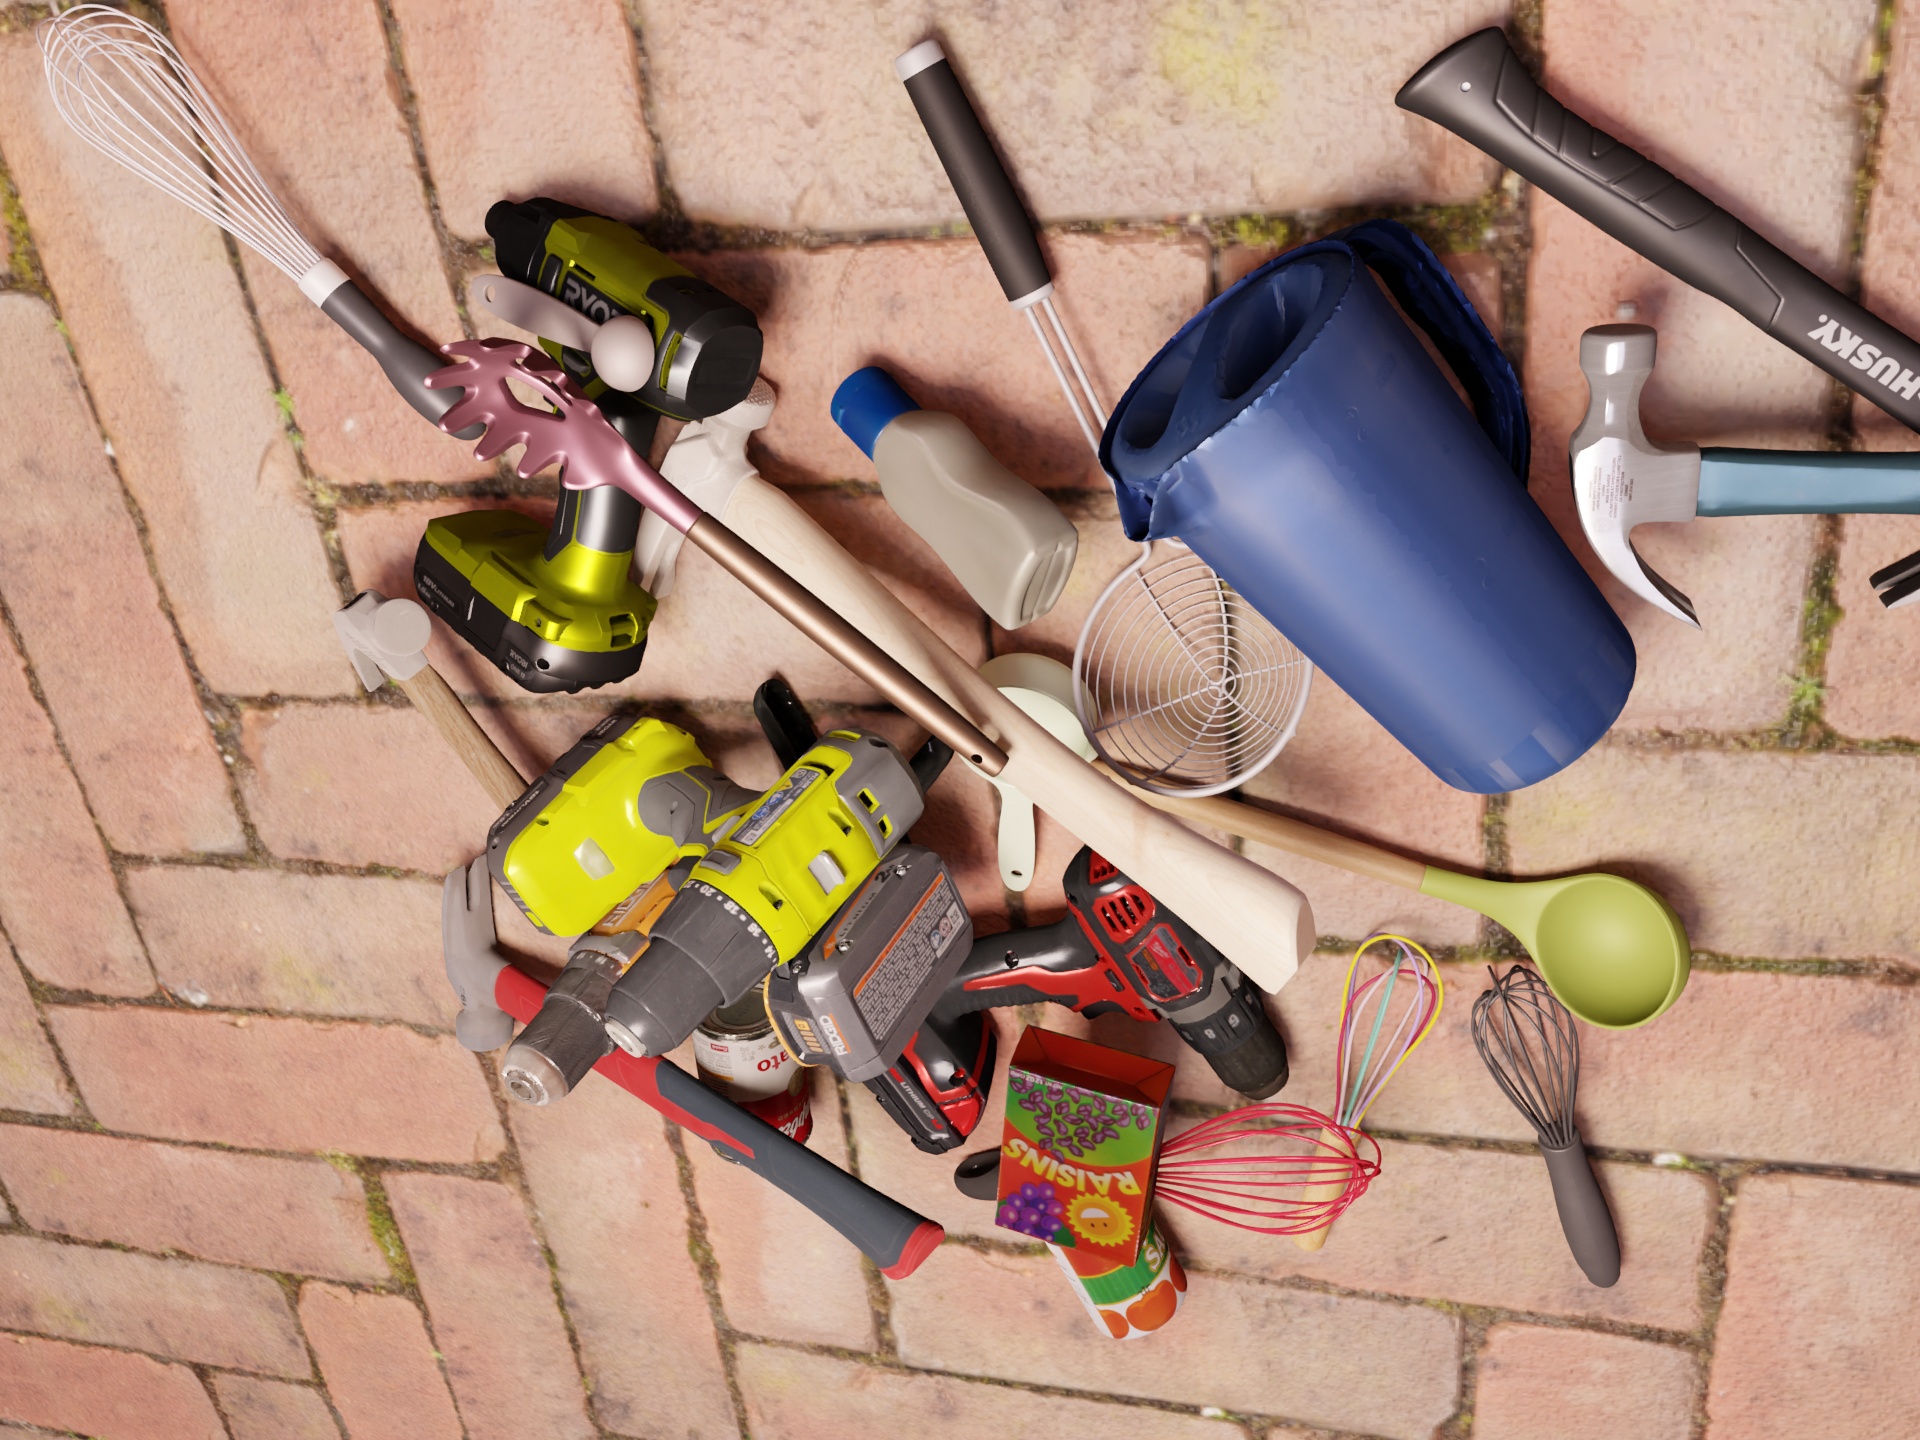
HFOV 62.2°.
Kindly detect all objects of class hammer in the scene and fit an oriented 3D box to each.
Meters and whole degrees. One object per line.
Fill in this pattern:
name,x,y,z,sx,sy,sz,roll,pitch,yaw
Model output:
hammer,0.421,-0.097,0.641,0.331,0.033,0.128,3,116,15
hammer,-0.258,0.059,0.954,0.130,0.031,0.331,9,137,55
hammer,-0.001,-0.003,0.798,0.411,0.038,0.146,40,124,14
hammer,0.329,-0.180,0.666,0.335,0.035,0.146,32,121,-1
hammer,-0.173,0.213,0.959,0.386,0.038,0.143,23,124,28

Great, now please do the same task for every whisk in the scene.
whisk,0.330,0.230,0.882,0.055,0.055,0.238,-14,117,23
whisk,0.111,0.266,0.940,0.296,0.073,0.073,-15,113,38
whisk,-0.357,-0.254,0.832,0.070,0.070,0.284,-36,108,29
whisk,0.227,0.221,0.909,0.047,0.051,0.244,10,123,5

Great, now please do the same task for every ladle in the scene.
ladle,0.214,0.078,0.829,0.320,0.062,0.078,18,110,11

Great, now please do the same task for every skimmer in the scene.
skimmer,0.054,-0.136,0.742,0.127,0.090,0.363,-19,110,28

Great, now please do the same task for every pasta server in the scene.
pasta server,-0.105,-0.070,0.736,0.316,0.040,0.060,39,129,-8

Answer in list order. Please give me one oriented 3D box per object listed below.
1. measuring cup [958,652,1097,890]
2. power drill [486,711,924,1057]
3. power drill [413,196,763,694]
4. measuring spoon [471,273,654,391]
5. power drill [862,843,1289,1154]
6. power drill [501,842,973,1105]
measuring cup,0.035,0.030,0.876,0.083,0.038,0.167,9,136,9
power drill,-0.150,0.076,0.828,0.229,0.190,0.080,9,138,48
power drill,-0.201,-0.142,0.813,0.171,0.080,0.223,37,120,24
measuring spoon,-0.192,-0.186,0.743,0.124,0.018,0.034,28,113,27
power drill,0.061,0.172,0.916,0.226,0.080,0.187,-26,114,23
power drill,-0.128,0.140,0.863,0.226,0.185,0.084,-3,123,36
